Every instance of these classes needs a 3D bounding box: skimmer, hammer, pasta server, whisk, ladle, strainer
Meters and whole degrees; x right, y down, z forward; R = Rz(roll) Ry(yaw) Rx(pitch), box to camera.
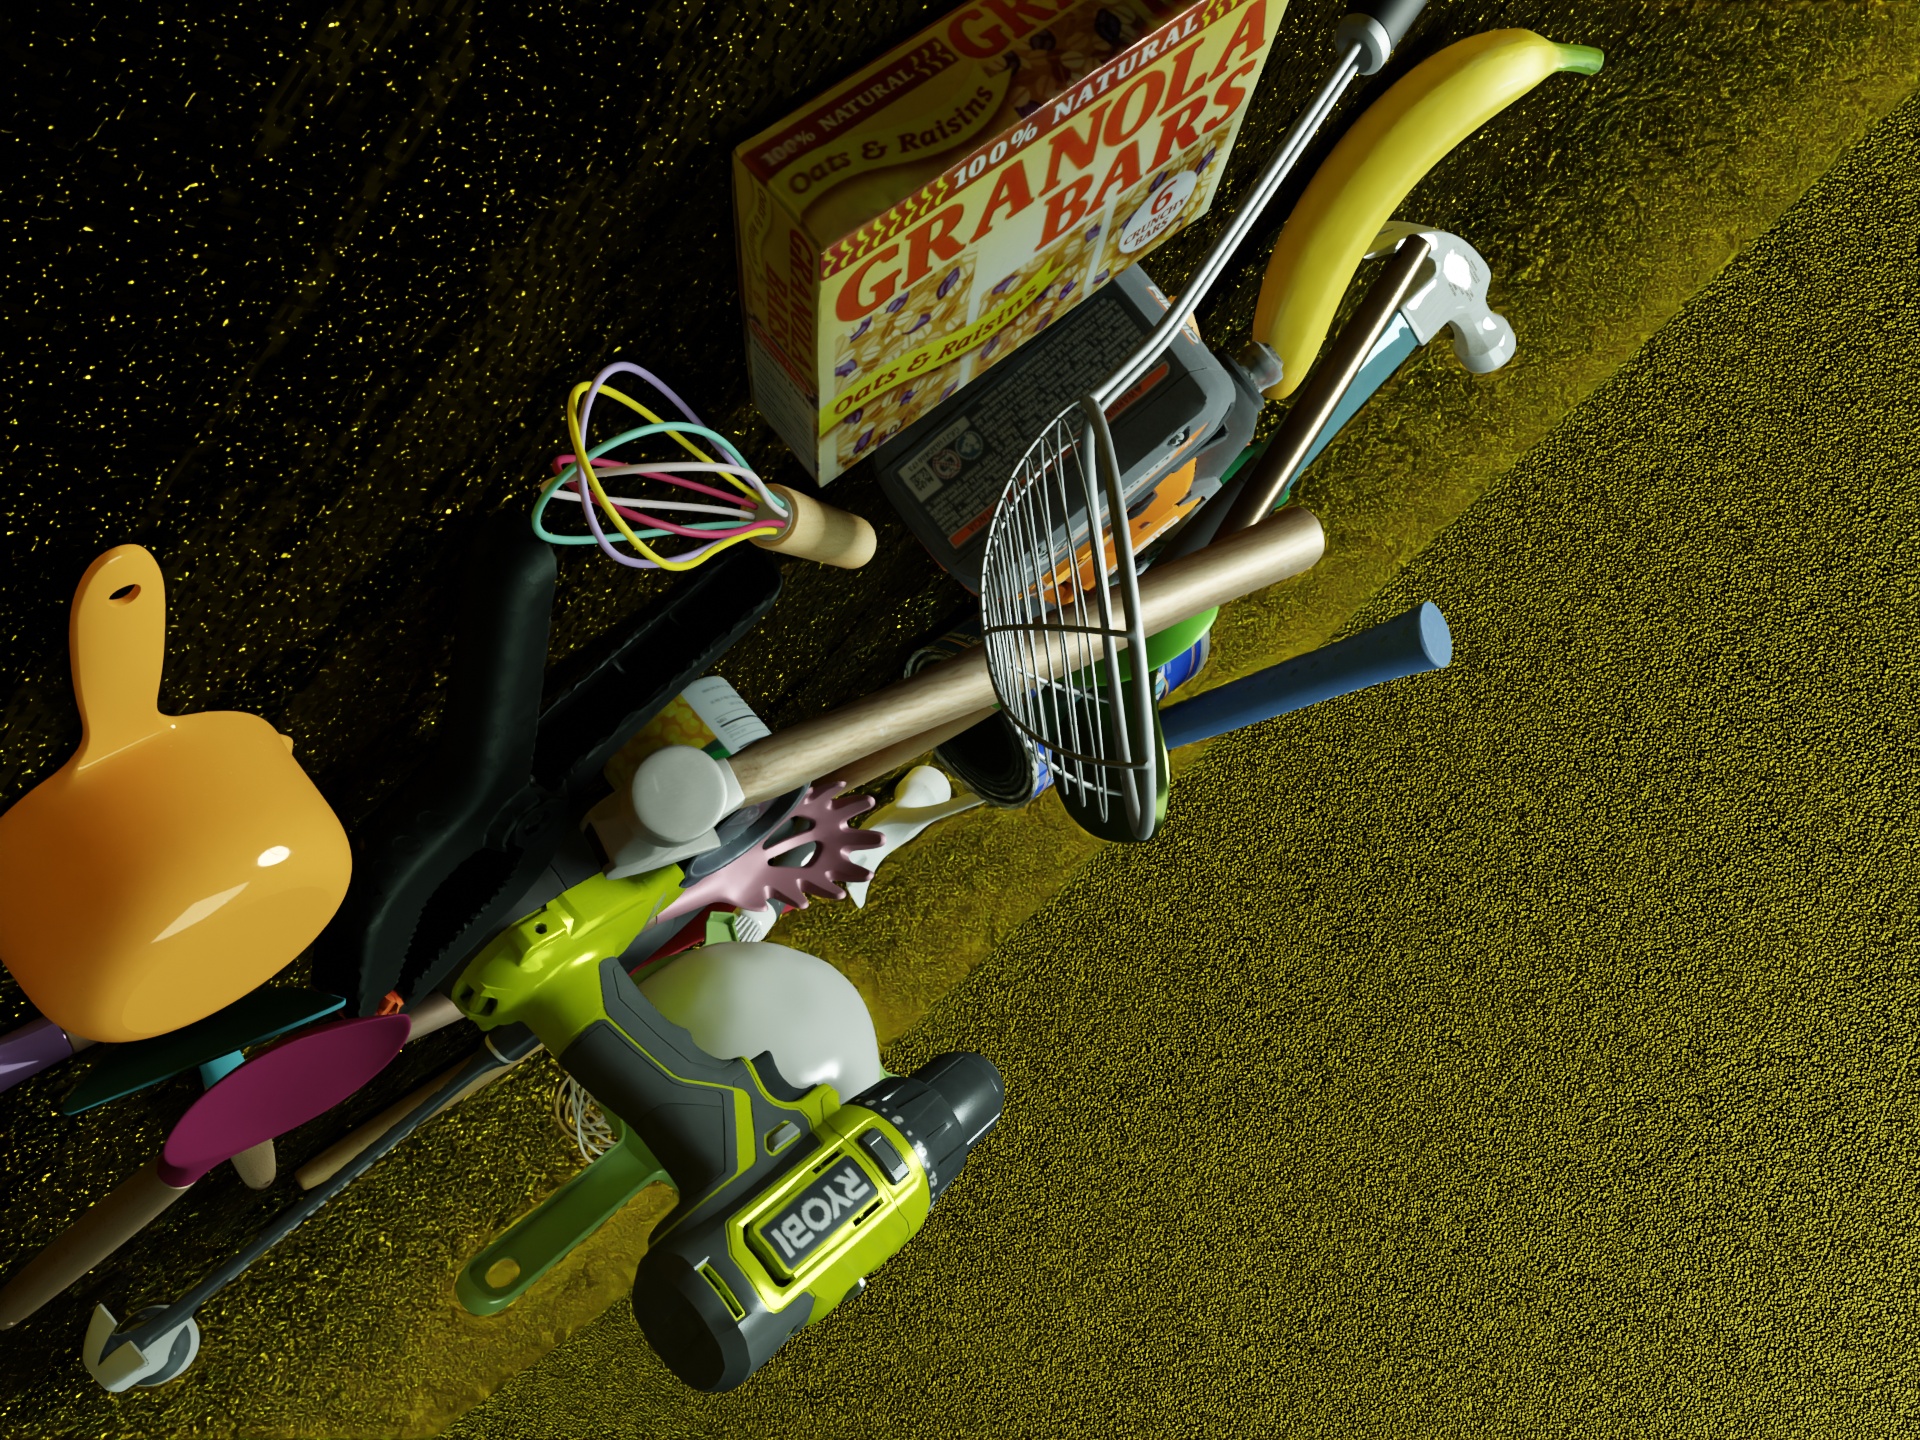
[{"bbox_3d":[0.113,-0.140,0.477,0.363,0.090,0.127,-57,173,-5],"label":"skimmer"},{"bbox_3d":[-0.241,0.171,0.783,0.409,0.036,0.149,-40,176,-23],"label":"hammer"},{"bbox_3d":[-0.168,0.101,0.755,0.316,0.060,0.040,-23,-169,-39],"label":"pasta server"},{"bbox_3d":[-0.130,0.132,0.880,0.070,0.070,0.285,-52,-178,41],"label":"whisk"},{"bbox_3d":[0.090,0.019,0.936,0.405,0.035,0.144,-22,-166,35],"label":"hammer"},{"bbox_3d":[0.141,-0.086,0.754,0.320,0.062,0.078,-58,-156,-1],"label":"ladle"},{"bbox_3d":[0.010,-0.018,0.609,0.331,0.031,0.130,-24,177,-27],"label":"hammer"},{"bbox_3d":[-0.125,0.173,0.729,0.256,0.151,0.069,-34,158,-51],"label":"strainer"},{"bbox_3d":[-0.224,0.168,0.896,0.315,0.031,0.069,-31,-171,-34],"label":"ladle"},{"bbox_3d":[-0.068,-0.064,0.507,0.051,0.047,0.245,-51,171,9],"label":"whisk"},{"bbox_3d":[0.147,-0.112,0.800,0.331,0.033,0.128,-49,131,-1],"label":"hammer"}]

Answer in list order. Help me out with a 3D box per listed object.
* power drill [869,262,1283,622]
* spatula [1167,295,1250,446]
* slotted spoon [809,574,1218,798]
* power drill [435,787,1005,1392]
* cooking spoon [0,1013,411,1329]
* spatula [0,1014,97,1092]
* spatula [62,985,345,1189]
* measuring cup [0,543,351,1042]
[{"bbox_3d":[0.061,-0.113,0.644,0.164,0.084,0.226,-39,173,10],"label":"power drill"},{"bbox_3d":[0.124,-0.160,0.844,0.081,0.041,0.322,-42,165,4],"label":"spatula"},{"bbox_3d":[-0.001,-0.003,0.793,0.314,0.031,0.070,-28,-153,42],"label":"slotted spoon"},{"bbox_3d":[-0.100,0.138,0.681,0.190,0.228,0.080,-30,164,-45],"label":"power drill"},{"bbox_3d":[-0.287,0.166,0.561,0.319,0.017,0.068,-36,162,34],"label":"cooking spoon"},{"bbox_3d":[-0.256,0.083,0.497,0.316,0.018,0.059,-31,158,-39],"label":"spatula"},{"bbox_3d":[-0.280,0.154,0.615,0.082,0.044,0.317,-22,162,-27],"label":"spatula"},{"bbox_3d":[-0.193,0.024,0.392,0.095,0.052,0.173,-33,168,-37],"label":"measuring cup"}]
